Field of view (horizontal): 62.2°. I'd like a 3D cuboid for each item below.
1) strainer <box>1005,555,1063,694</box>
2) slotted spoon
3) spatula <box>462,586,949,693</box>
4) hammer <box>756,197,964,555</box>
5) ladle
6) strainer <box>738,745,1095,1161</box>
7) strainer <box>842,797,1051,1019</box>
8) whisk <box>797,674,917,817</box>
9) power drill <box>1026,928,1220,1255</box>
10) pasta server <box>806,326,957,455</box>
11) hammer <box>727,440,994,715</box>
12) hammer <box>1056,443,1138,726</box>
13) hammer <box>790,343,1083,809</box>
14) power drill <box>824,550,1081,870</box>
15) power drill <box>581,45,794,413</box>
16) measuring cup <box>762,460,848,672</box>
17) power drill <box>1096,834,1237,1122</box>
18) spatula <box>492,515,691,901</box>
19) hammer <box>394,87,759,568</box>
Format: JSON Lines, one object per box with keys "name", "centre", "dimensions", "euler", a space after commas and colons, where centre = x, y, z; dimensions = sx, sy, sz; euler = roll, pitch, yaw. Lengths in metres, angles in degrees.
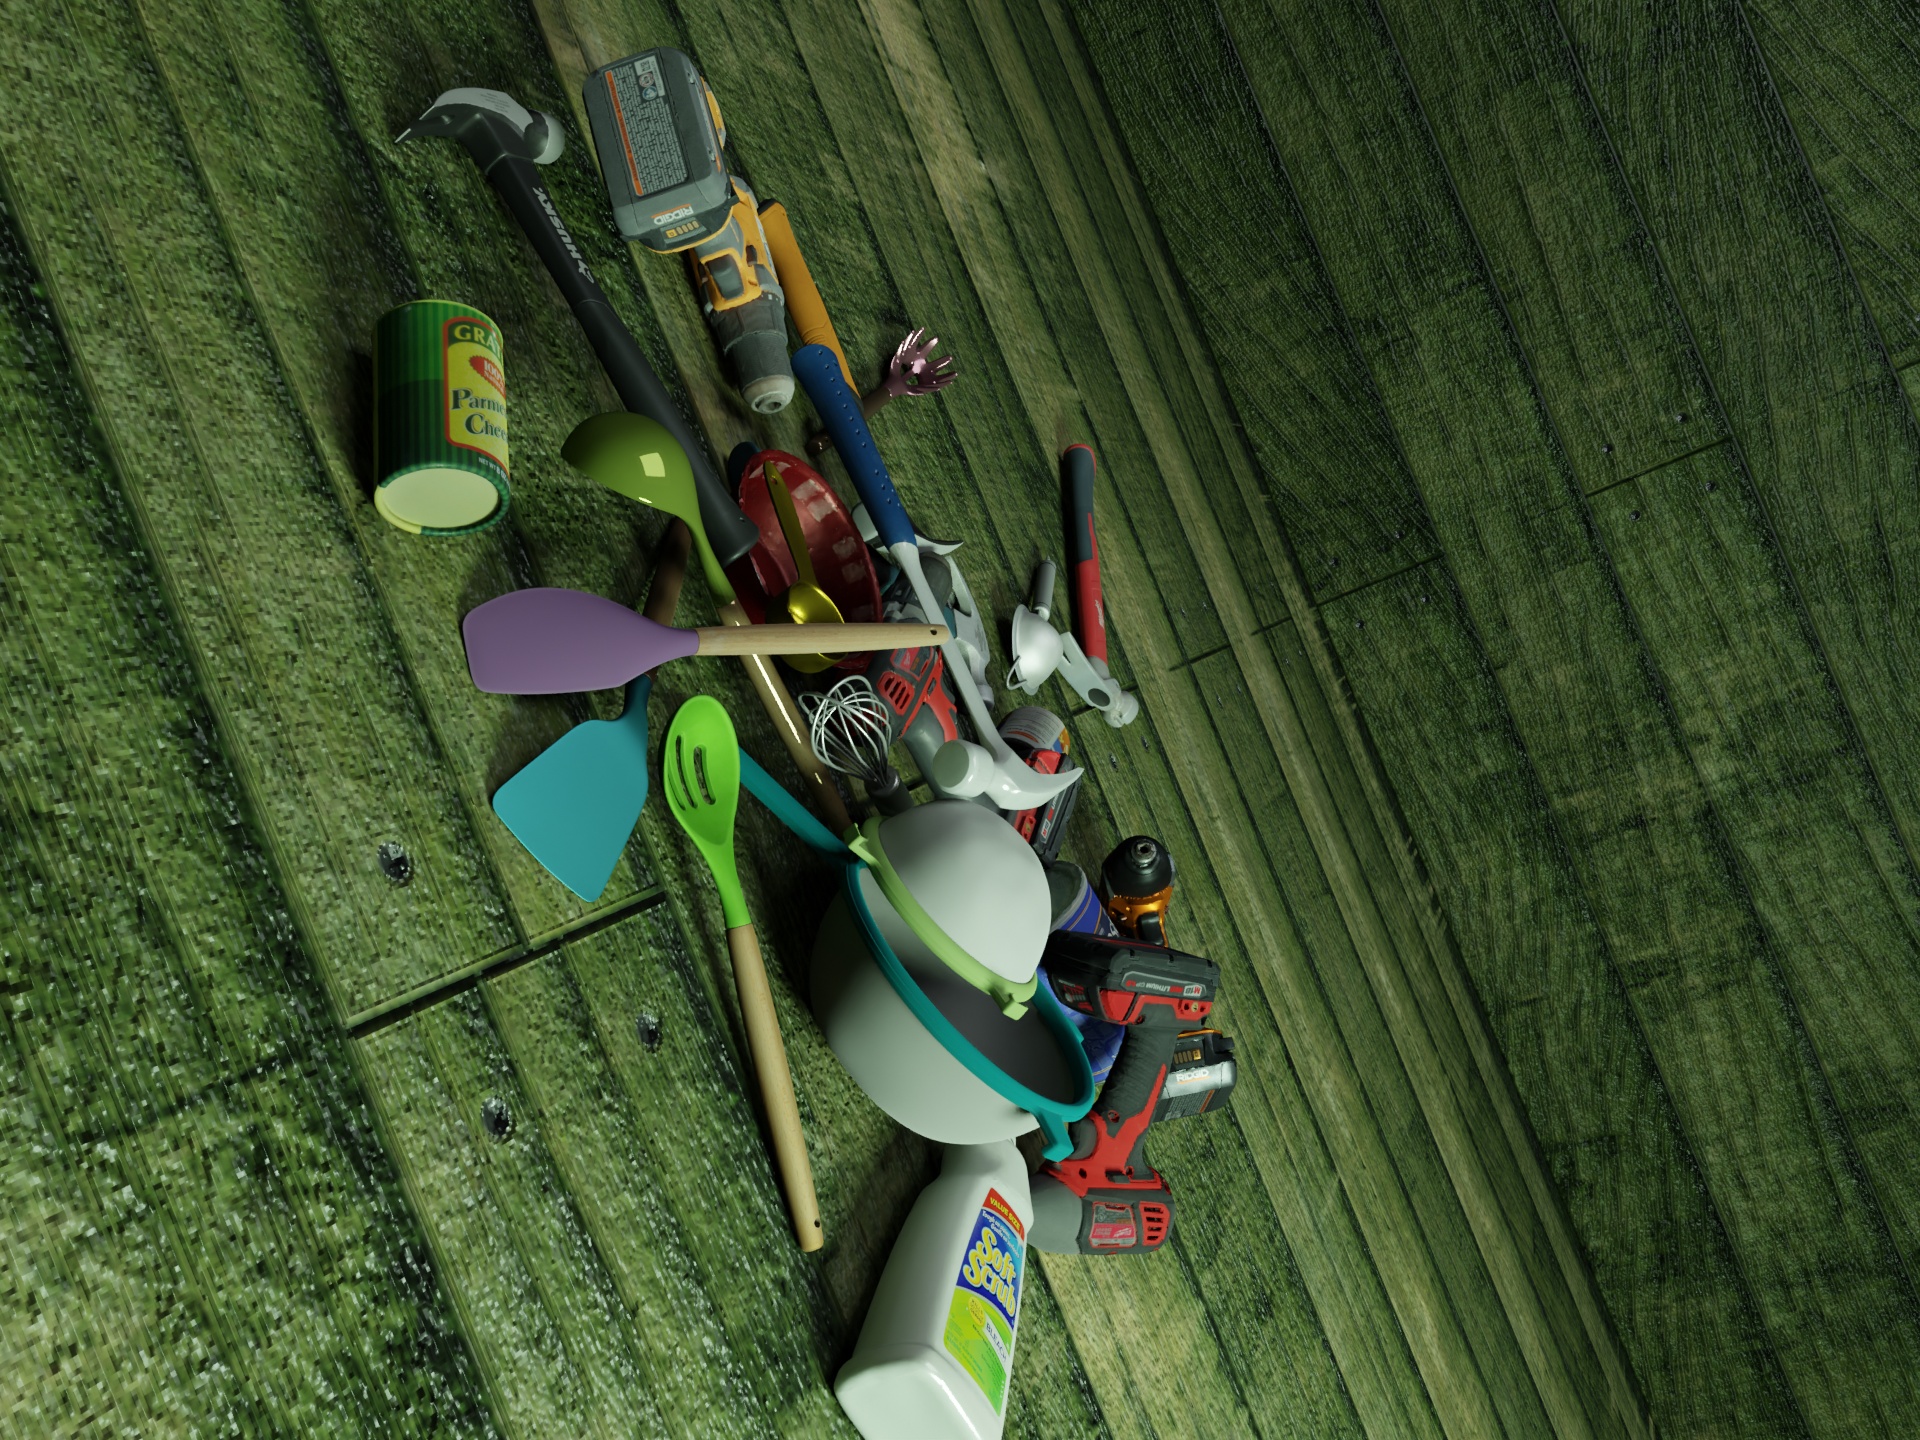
{"name": "strainer", "centre": [0.079, -0.103, 1.555], "dimensions": [0.259, 0.050, 0.086], "euler": [-78, 155, -58]}
{"name": "slotted spoon", "centre": [-0.120, 0.141, 0.890], "dimensions": [0.070, 0.031, 0.314], "euler": [-7, 82, -62]}
{"name": "spatula", "centre": [-0.132, -0.048, 0.917], "dimensions": [0.315, 0.018, 0.060], "euler": [-4, 75, -39]}
{"name": "hammer", "centre": [-0.098, -0.279, 1.286], "dimensions": [0.127, 0.034, 0.337], "euler": [11, 53, -61]}
{"name": "ladle", "centre": [-0.142, -0.045, 0.965], "dimensions": [0.319, 0.062, 0.078], "euler": [66, -8, -30]}
{"name": "strainer", "centre": [-0.068, 0.141, 0.974], "dimensions": [0.340, 0.095, 0.211], "euler": [44, 11, -2]}
{"name": "strainer", "centre": [0.024, 0.094, 1.043], "dimensions": [0.151, 0.069, 0.256], "euler": [46, 13, 5]}
{"name": "whisk", "centre": [-0.056, 0.037, 1.058], "dimensions": [0.058, 0.059, 0.246], "euler": [-63, 159, -18]}
{"name": "power drill", "centre": [0.098, 0.264, 1.115], "dimensions": [0.143, 0.079, 0.220], "euler": [12, 87, -34]}
{"name": "pasta server", "centre": [-0.070, -0.284, 1.395], "dimensions": [0.060, 0.040, 0.316], "euler": [52, 27, -11]}
{"name": "hammer", "centre": [-0.070, -0.120, 1.252], "dimensions": [0.330, 0.033, 0.128], "euler": [36, 39, -51]}
{"name": "hammer", "centre": [0.130, -0.177, 1.732], "dimensions": [0.143, 0.038, 0.387], "euler": [44, 32, -39]}
{"name": "hammer", "centre": [-0.033, -0.108, 1.117], "dimensions": [0.144, 0.035, 0.406], "euler": [18, 40, -52]}
{"name": "power drill", "centre": [-0.002, -0.004, 1.214], "dimensions": [0.226, 0.080, 0.188], "euler": [51, 39, -27]}
{"name": "power drill", "centre": [-0.176, -0.332, 1.113], "dimensions": [0.226, 0.084, 0.185], "euler": [52, 21, -76]}
{"name": "measuring cup", "centre": [-0.112, -0.099, 1.022], "dimensions": [0.062, 0.029, 0.157], "euler": [21, 44, -53]}
{"name": "power drill", "centre": [0.168, 0.211, 1.349], "dimensions": [0.164, 0.084, 0.227], "euler": [85, -6, -65]}
{"name": "spatula", "centre": [-0.193, -0.034, 0.926], "dimensions": [0.082, 0.044, 0.318], "euler": [53, 23, -31]}
{"name": "hammer", "centre": [-0.222, -0.241, 0.980], "dimensions": [0.335, 0.035, 0.146], "euler": [59, 23, 1]}
